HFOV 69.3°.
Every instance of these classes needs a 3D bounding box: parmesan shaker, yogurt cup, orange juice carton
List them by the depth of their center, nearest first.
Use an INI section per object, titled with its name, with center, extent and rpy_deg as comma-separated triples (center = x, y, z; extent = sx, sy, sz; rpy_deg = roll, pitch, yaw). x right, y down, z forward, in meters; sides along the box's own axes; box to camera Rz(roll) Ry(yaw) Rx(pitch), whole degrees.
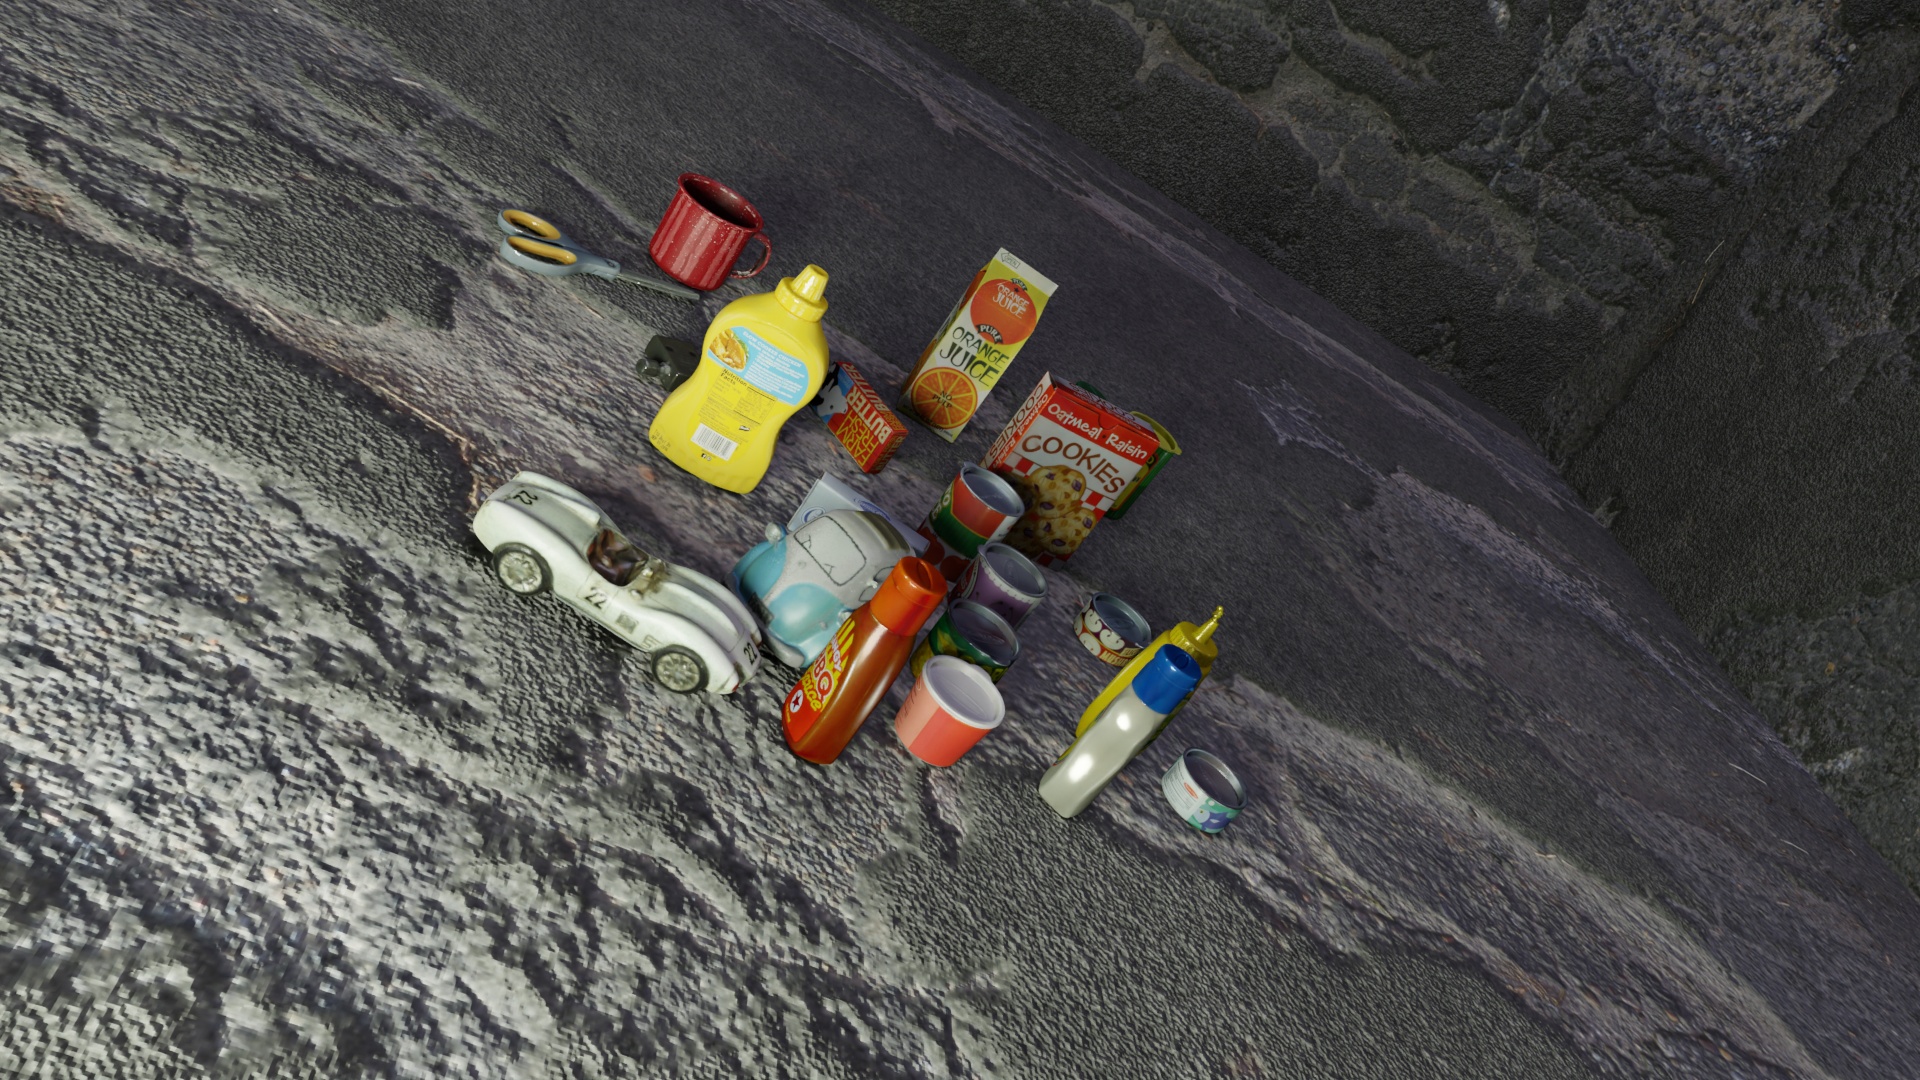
[yogurt cup]
center = -0.010, 0.124, 0.990
extent = 0.072, 0.053, 0.073
rpy_deg = 29, 26, -16
[orange juice carton]
center = 0.017, -0.202, 1.414
extent = 0.072, 0.192, 0.073
rpy_deg = 31, 26, -12
[parmesan shaker]
center = 0.183, -0.079, 1.520
extent = 0.071, 0.102, 0.071
rpy_deg = 29, 26, -16

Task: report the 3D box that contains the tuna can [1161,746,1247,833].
[tuna can]
center = 0.202, 0.206, 1.144
extent = 0.071, 0.032, 0.071
rpy_deg = 29, 26, -16

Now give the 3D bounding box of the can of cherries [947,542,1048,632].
[can of cherries]
center = 0.029, 0.043, 1.171
extent = 0.071, 0.058, 0.072
rpy_deg = 29, 26, -16

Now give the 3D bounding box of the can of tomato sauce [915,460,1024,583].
[can of tomato sauce]
center = 0.004, -0.015, 1.209
extent = 0.071, 0.082, 0.071
rpy_deg = 29, 26, -16

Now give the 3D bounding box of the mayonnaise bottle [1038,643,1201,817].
[mayonnaise bottle]
center = 0.118, 0.138, 1.017
extent = 0.041, 0.147, 0.065
rpy_deg = 42, 25, 10

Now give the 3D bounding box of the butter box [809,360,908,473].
[butter box]
center = -0.095, -0.114, 1.285
extent = 0.024, 0.053, 0.104
rpy_deg = 0, 43, -52

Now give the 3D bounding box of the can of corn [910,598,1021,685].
[can of corn]
center = 0.004, 0.089, 1.062
extent = 0.071, 0.058, 0.071
rpy_deg = 29, 26, -16

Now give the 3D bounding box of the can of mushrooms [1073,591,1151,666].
[can of mushrooms]
center = 0.140, 0.083, 1.272
extent = 0.071, 0.033, 0.071
rpy_deg = 29, 26, -16

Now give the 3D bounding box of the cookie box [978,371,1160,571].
[cookie box]
center = 0.087, -0.061, 1.293
extent = 0.123, 0.166, 0.040
rpy_deg = 24, 28, -26

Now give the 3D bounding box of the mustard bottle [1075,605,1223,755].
[mustard bottle]
center = 0.158, 0.112, 1.098
extent = 0.065, 0.159, 0.049
rpy_deg = 3, 41, -50

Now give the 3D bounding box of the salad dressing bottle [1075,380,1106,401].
[salad dressing bottle]
center = 0.087, -0.089, 1.364
extent = 0.044, 0.147, 0.064
rpy_deg = 21, 29, -31

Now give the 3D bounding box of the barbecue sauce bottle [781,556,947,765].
[barbecue sauce bottle]
center = -0.062, 0.075, 0.897
extent = 0.043, 0.148, 0.065
rpy_deg = 23, 28, -27

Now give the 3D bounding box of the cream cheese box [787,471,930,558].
[cream cheese box]
center = -0.082, -0.005, 1.116
extent = 0.104, 0.053, 0.024
rpy_deg = 34, 25, -5
